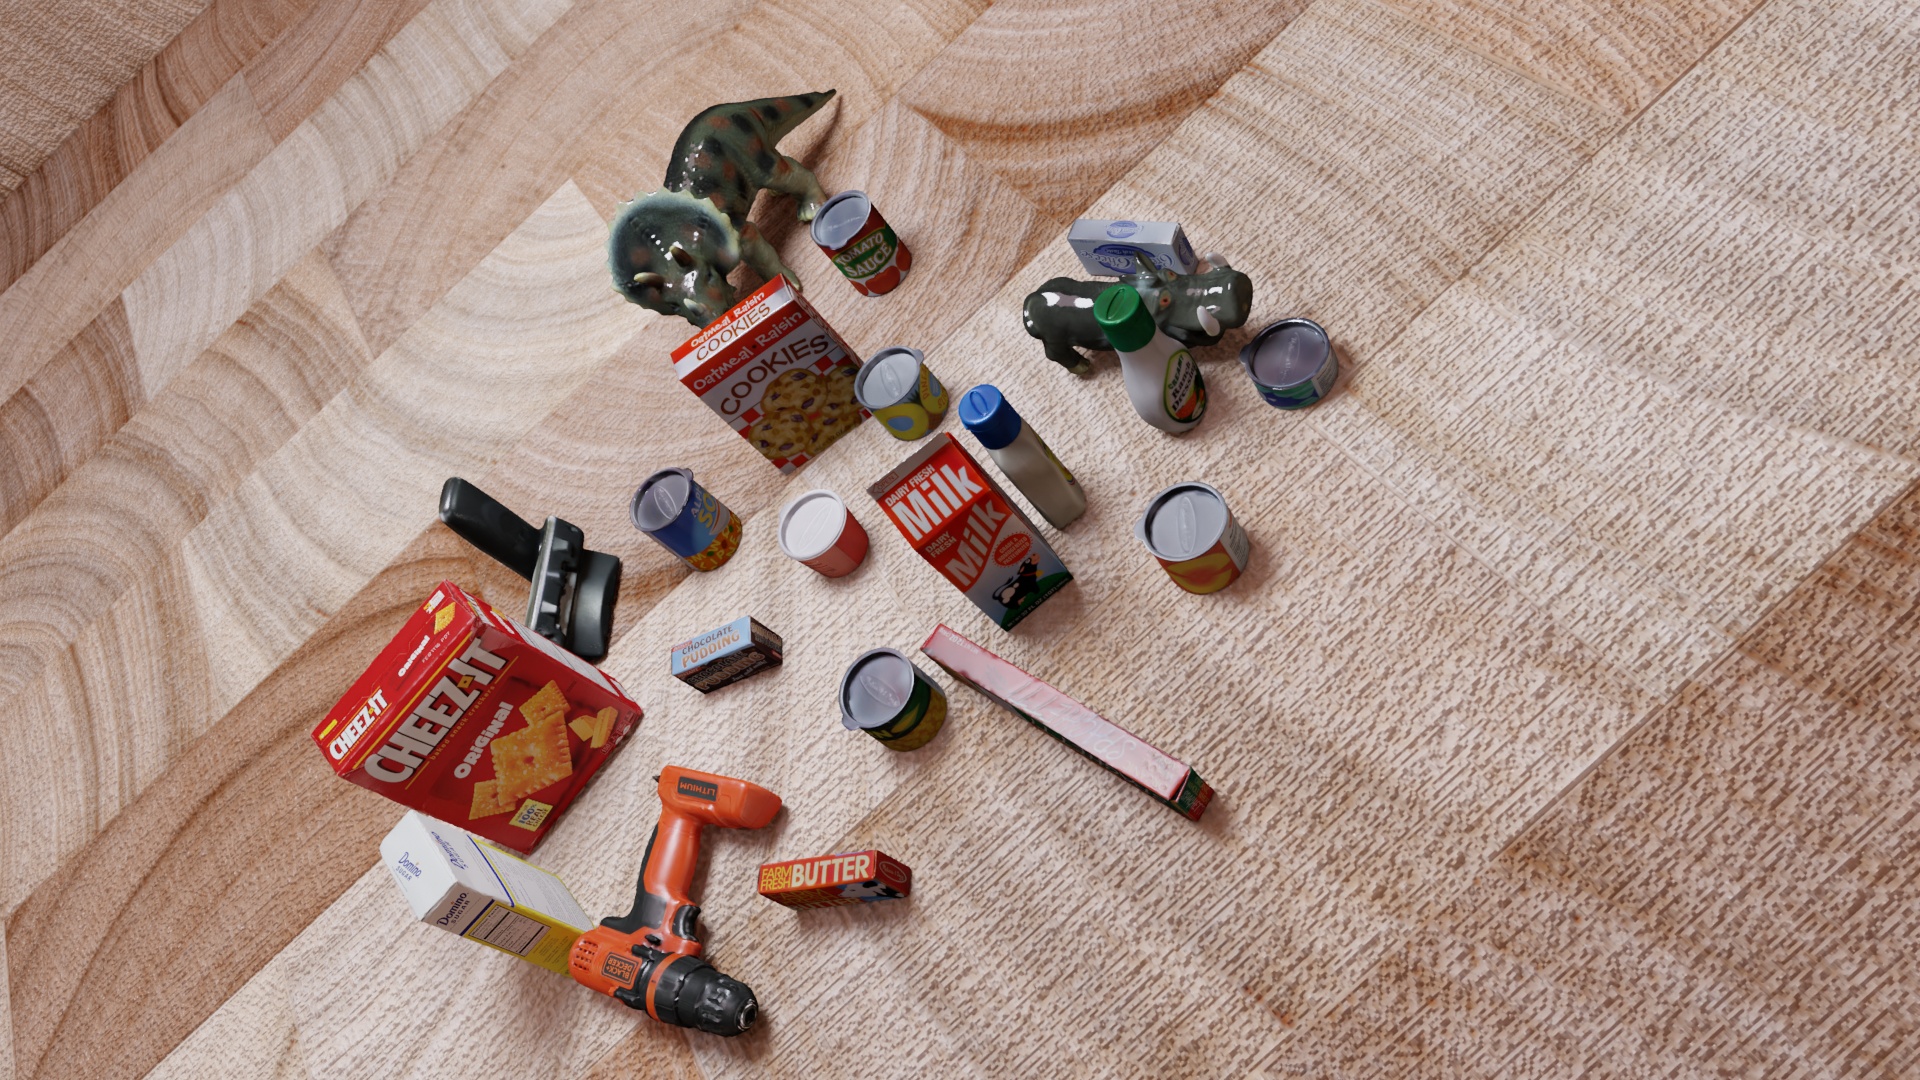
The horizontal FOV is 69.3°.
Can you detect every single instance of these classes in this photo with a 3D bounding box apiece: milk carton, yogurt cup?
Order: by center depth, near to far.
[{"bbox_3d":[0.004,-0.013,1.046,0.072,0.190,0.074,-39,50,5],"label":"milk carton"},{"bbox_3d":[-0.116,-0.003,1.199,0.072,0.054,0.073,-15,56,23],"label":"yogurt cup"}]

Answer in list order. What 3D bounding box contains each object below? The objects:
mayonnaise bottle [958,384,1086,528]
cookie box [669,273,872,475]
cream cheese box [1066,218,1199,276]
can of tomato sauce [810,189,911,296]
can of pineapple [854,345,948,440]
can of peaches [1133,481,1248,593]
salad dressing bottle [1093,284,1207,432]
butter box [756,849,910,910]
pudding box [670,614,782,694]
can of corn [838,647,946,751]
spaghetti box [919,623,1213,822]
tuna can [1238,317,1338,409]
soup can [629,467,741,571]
[{"bbox_3d":[0.048,-0.068,1.081,0.041,0.147,0.065,-35,51,8],"label":"mayonnaise bottle"},{"bbox_3d":[-0.158,-0.144,1.235,0.123,0.167,0.040,-34,51,9],"label":"cookie box"},{"bbox_3d":[0.148,-0.250,1.194,0.104,0.053,0.024,11,69,35],"label":"cream cheese box"},{"bbox_3d":[-0.094,-0.284,1.338,0.071,0.083,0.071,-15,56,23],"label":"can of tomato sauce"},{"bbox_3d":[-0.050,-0.131,1.236,0.071,0.057,0.071,-15,56,23],"label":"can of pineapple"},{"bbox_3d":[0.172,-0.001,1.027,0.071,0.058,0.071,-15,56,23],"label":"can of peaches"},{"bbox_3d":[0.146,-0.139,1.067,0.044,0.147,0.064,15,71,36],"label":"salad dressing bottle"},{"bbox_3d":[-0.094,0.253,1.032,0.103,0.053,0.024,-13,57,24],"label":"butter box"},{"bbox_3d":[-0.201,0.098,1.191,0.083,0.049,0.030,-22,54,18],"label":"pudding box"},{"bbox_3d":[-0.054,0.127,1.081,0.071,0.058,0.071,-15,56,23],"label":"can of corn"},{"bbox_3d":[0.073,0.129,1.011,0.250,0.050,0.029,27,78,39],"label":"spaghetti box"},{"bbox_3d":[0.255,-0.136,1.076,0.071,0.032,0.071,-14,56,23],"label":"tuna can"},{"bbox_3d":[-0.247,-0.020,1.267,0.071,0.083,0.071,-15,56,23],"label":"soup can"}]
